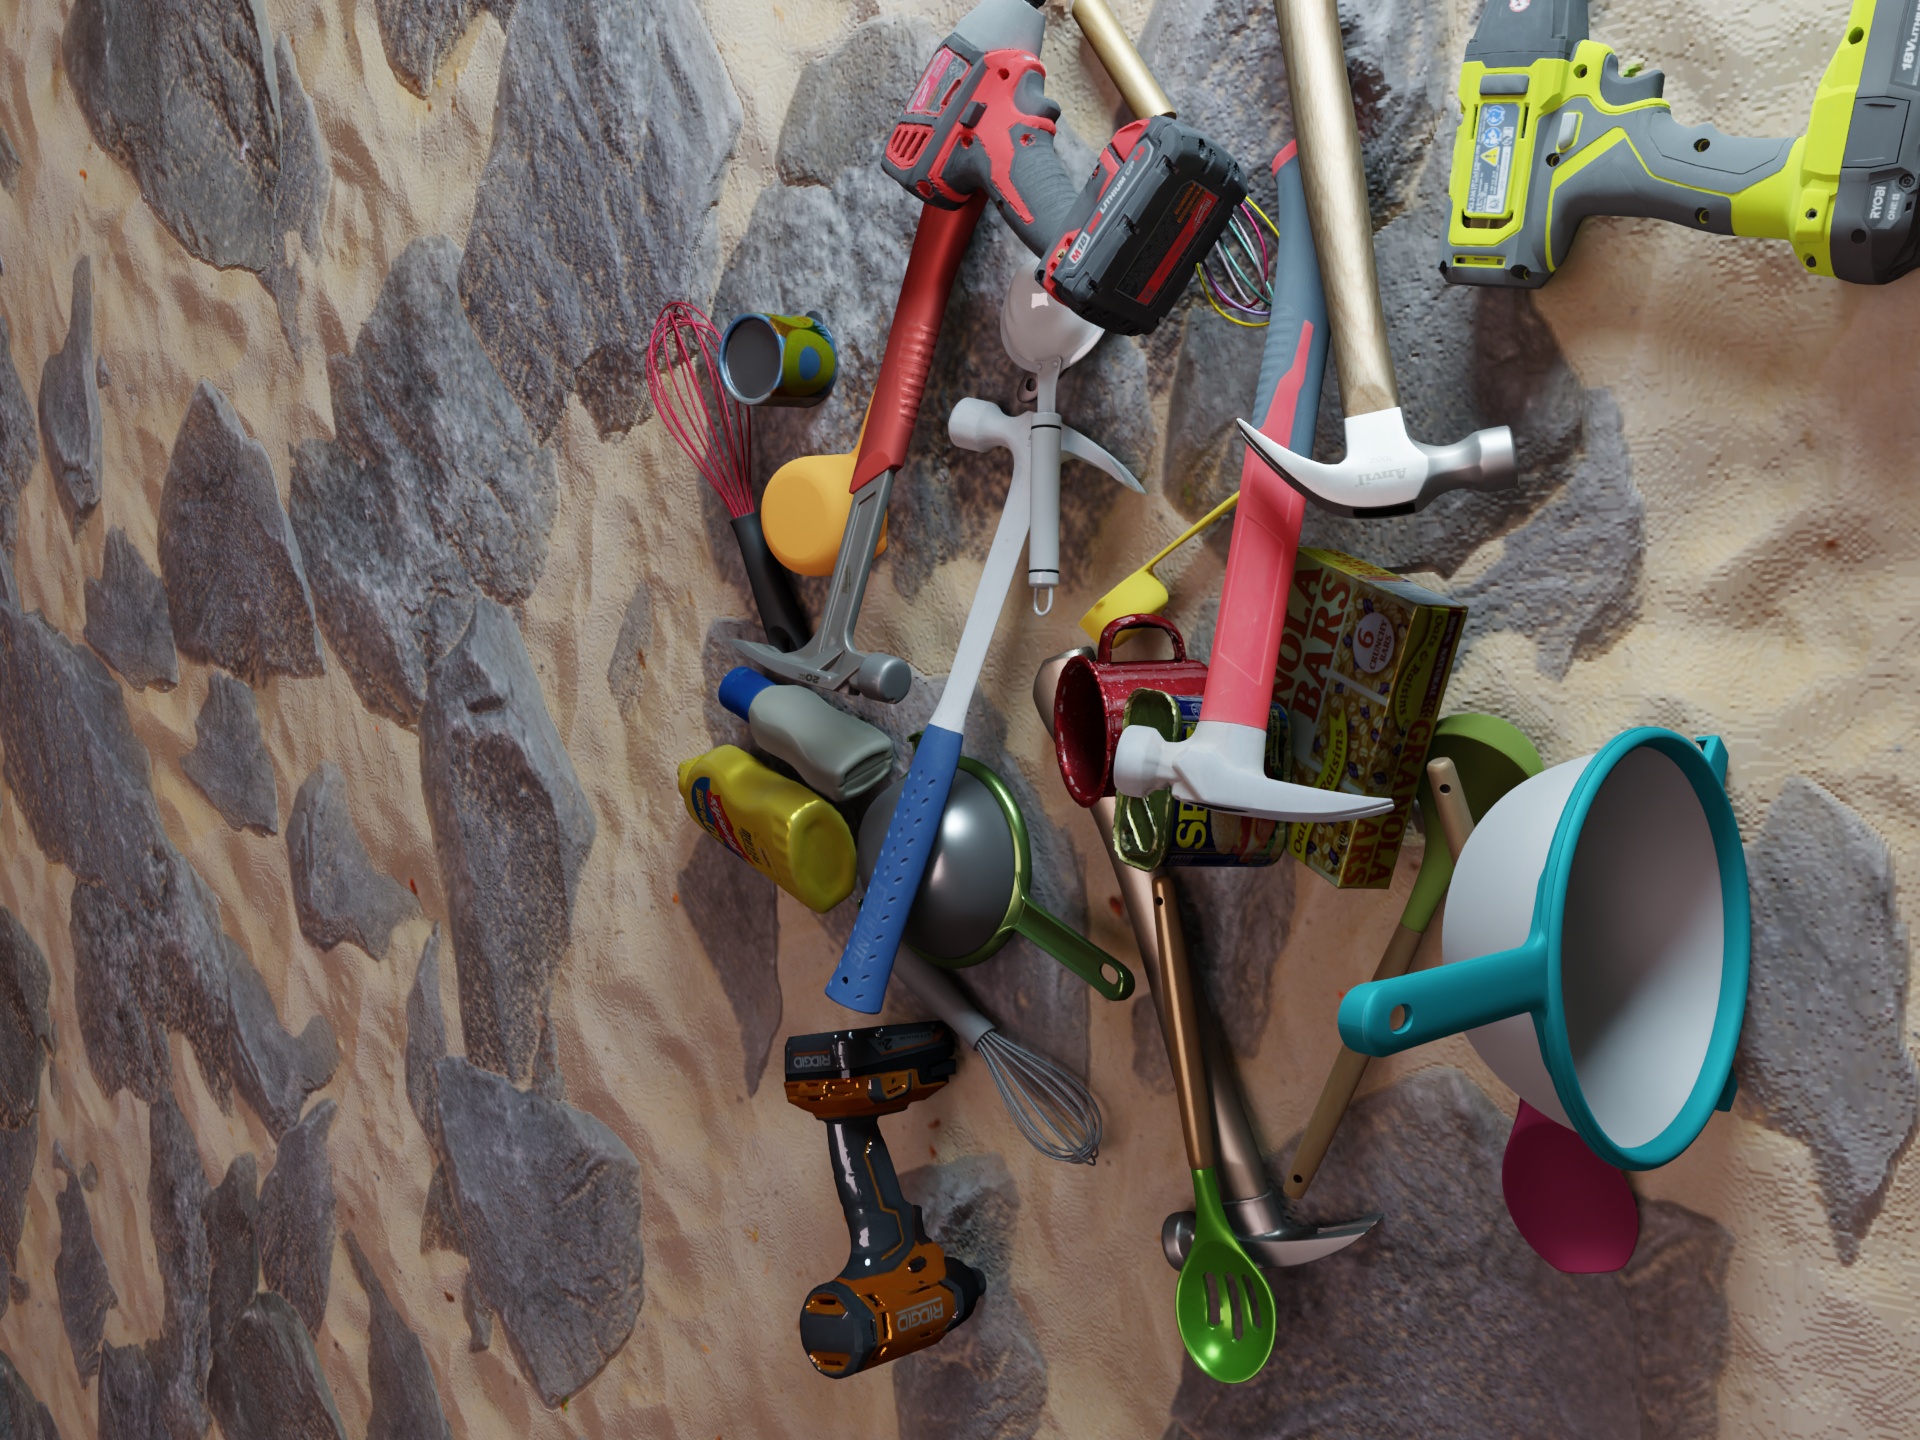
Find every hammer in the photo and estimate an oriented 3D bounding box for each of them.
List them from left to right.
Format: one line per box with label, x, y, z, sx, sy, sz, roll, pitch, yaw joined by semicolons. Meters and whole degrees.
hammer;-0.053;-0.197;1.056;0.149;0.036;0.359;18;95;39
hammer;-0.002;-0.003;1.037;0.144;0.035;0.405;20;93;31
hammer;0.140;0.148;1.022;0.146;0.038;0.411;-21;85;36
hammer;0.186;-0.139;0.853;0.143;0.038;0.386;8;80;18
hammer;0.198;-0.262;0.839;0.130;0.031;0.331;-10;74;16

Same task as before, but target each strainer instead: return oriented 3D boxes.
strainer;0.007;0.120;1.068;0.257;0.069;0.151;32;110;41
strainer;0.053;-0.193;0.987;0.087;0.050;0.258;-1;87;38
strainer;0.256;0.111;0.749;0.095;0.340;0.211;-1;92;49

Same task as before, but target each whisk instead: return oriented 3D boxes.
whisk;-0.168;-0.171;1.189;0.073;0.073;0.296;-18;93;38
whisk;0.014;0.225;1.126;0.239;0.055;0.055;42;120;28
whisk;0.126;-0.335;0.944;0.047;0.051;0.245;-40;71;41

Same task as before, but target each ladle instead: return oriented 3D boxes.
ladle;0.245;0.144;0.910;0.078;0.062;0.320;27;108;25

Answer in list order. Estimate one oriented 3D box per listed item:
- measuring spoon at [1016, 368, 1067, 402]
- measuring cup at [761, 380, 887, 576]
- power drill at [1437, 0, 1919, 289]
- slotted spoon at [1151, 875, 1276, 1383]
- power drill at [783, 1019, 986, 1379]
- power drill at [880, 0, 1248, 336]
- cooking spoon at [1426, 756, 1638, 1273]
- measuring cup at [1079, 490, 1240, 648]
measuring spoon;0.072;-0.247;1.014;0.124;0.018;0.034;-44;72;34
measuring cup;-0.086;-0.181;1.123;0.095;0.052;0.173;39;121;26
power drill;0.349;-0.292;0.762;0.223;0.080;0.171;16;108;38
slotted spoon;0.150;0.253;0.994;0.070;0.031;0.314;-9;90;35
power drill;-0.047;0.333;1.137;0.084;0.164;0.226;-14;77;38
power drill;0.055;-0.335;0.929;0.220;0.078;0.143;47;114;31
cooking spoon;0.306;0.167;0.872;0.069;0.017;0.318;-13;104;29
measuring cup;0.139;-0.097;0.977;0.156;0.062;0.029;-39;85;24
